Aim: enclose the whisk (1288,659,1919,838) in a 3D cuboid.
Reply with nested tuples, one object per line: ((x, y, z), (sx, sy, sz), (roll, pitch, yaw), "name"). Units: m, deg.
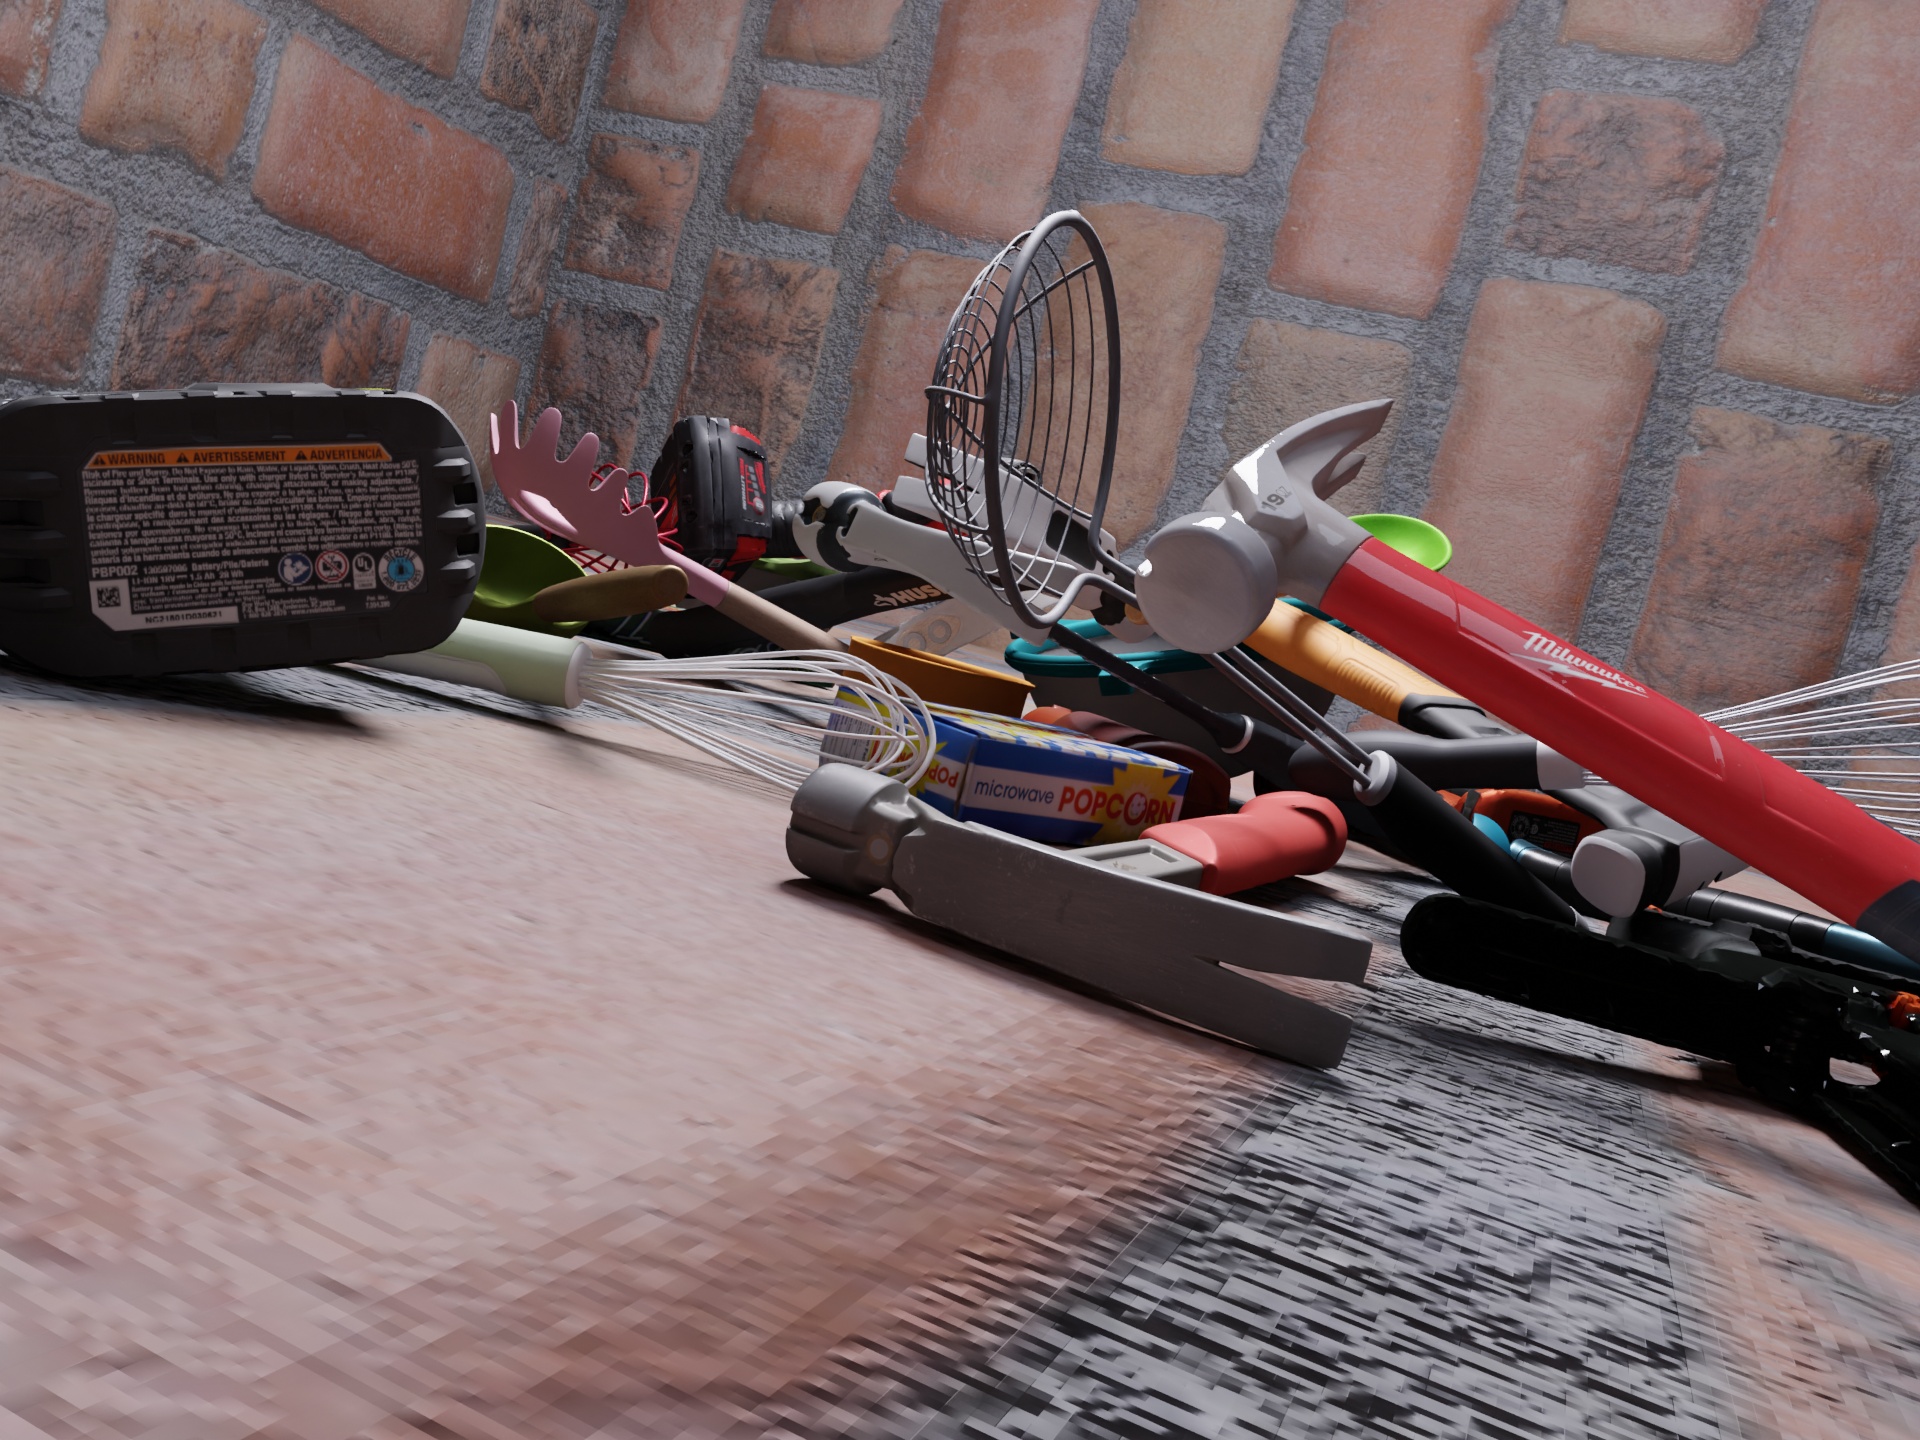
((0.264, 0.015, 0.606), (0.285, 0.070, 0.070), (-3, -5, 30), "whisk")

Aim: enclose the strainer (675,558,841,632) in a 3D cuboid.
((-0.130, -0.079, 1.108), (0.151, 0.069, 0.256), (15, -2, -22), "strainer")

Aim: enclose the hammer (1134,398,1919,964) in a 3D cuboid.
((0.239, 0.030, 0.427), (0.386, 0.038, 0.143), (34, 41, 18), "hammer")

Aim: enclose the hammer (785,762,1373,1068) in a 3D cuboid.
((0.091, 0.049, 0.536), (0.149, 0.036, 0.359), (17, 5, 24), "hammer")

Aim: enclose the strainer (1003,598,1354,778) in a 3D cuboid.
((0.112, -0.018, 1.013), (0.211, 0.095, 0.340), (-11, 9, -21), "strainer")

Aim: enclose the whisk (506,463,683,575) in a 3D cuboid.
((-0.227, -0.105, 0.916), (0.073, 0.073, 0.296), (12, -2, -28), "whisk")

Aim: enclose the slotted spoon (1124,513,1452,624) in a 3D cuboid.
((0.167, -0.074, 0.796), (0.070, 0.031, 0.313), (26, 25, 31), "slotted spoon")

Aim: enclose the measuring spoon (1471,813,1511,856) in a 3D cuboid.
((0.250, 0.074, 0.749), (0.021, 0.042, 0.128), (8, 10, 15), "measuring spoon")

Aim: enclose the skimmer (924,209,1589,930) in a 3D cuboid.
((0.126, -0.020, 0.550), (0.363, 0.127, 0.090), (37, -37, -22), "skimmer")

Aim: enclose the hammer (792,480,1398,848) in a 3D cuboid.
((0.118, 0.000, 0.721), (0.408, 0.036, 0.149), (25, 0, -37), "hammer")

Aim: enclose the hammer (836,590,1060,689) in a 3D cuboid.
((-0.017, -0.057, 1.122), (0.146, 0.038, 0.410), (-27, 2, -2), "hammer")

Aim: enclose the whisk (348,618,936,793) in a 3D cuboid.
((-0.130, -0.014, 0.571), (0.246, 0.059, 0.057), (11, -33, 3), "whisk")

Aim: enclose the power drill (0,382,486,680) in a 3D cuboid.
((-0.272, -0.072, 0.519), (0.190, 0.080, 0.229), (-8, 16, -35), "power drill")

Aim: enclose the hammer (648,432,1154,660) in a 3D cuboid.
((-0.064, -0.066, 0.823), (0.146, 0.035, 0.335), (31, -25, -36), "hammer")

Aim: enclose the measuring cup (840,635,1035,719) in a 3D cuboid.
((-0.001, -0.003, 0.789), (0.095, 0.052, 0.173), (16, 3, 19), "measuring cup")

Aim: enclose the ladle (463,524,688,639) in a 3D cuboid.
((-0.161, -0.060, 0.659), (0.078, 0.062, 0.320), (19, -7, -25), "ladle")

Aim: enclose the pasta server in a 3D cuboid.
((-0.093, -0.057, 0.786), (0.316, 0.040, 0.060), (29, -23, -29), "pasta server")

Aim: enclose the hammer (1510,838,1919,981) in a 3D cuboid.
((0.363, 0.094, 0.681), (0.128, 0.033, 0.331), (39, -13, -26), "hammer")

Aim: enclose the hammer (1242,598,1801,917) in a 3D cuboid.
((0.217, -0.014, 0.759), (0.127, 0.034, 0.337), (-14, 32, -31), "hammer")

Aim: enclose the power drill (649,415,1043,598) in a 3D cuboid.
((-0.061, -0.120, 0.923), (0.219, 0.078, 0.143), (-1, -10, -21), "power drill")
